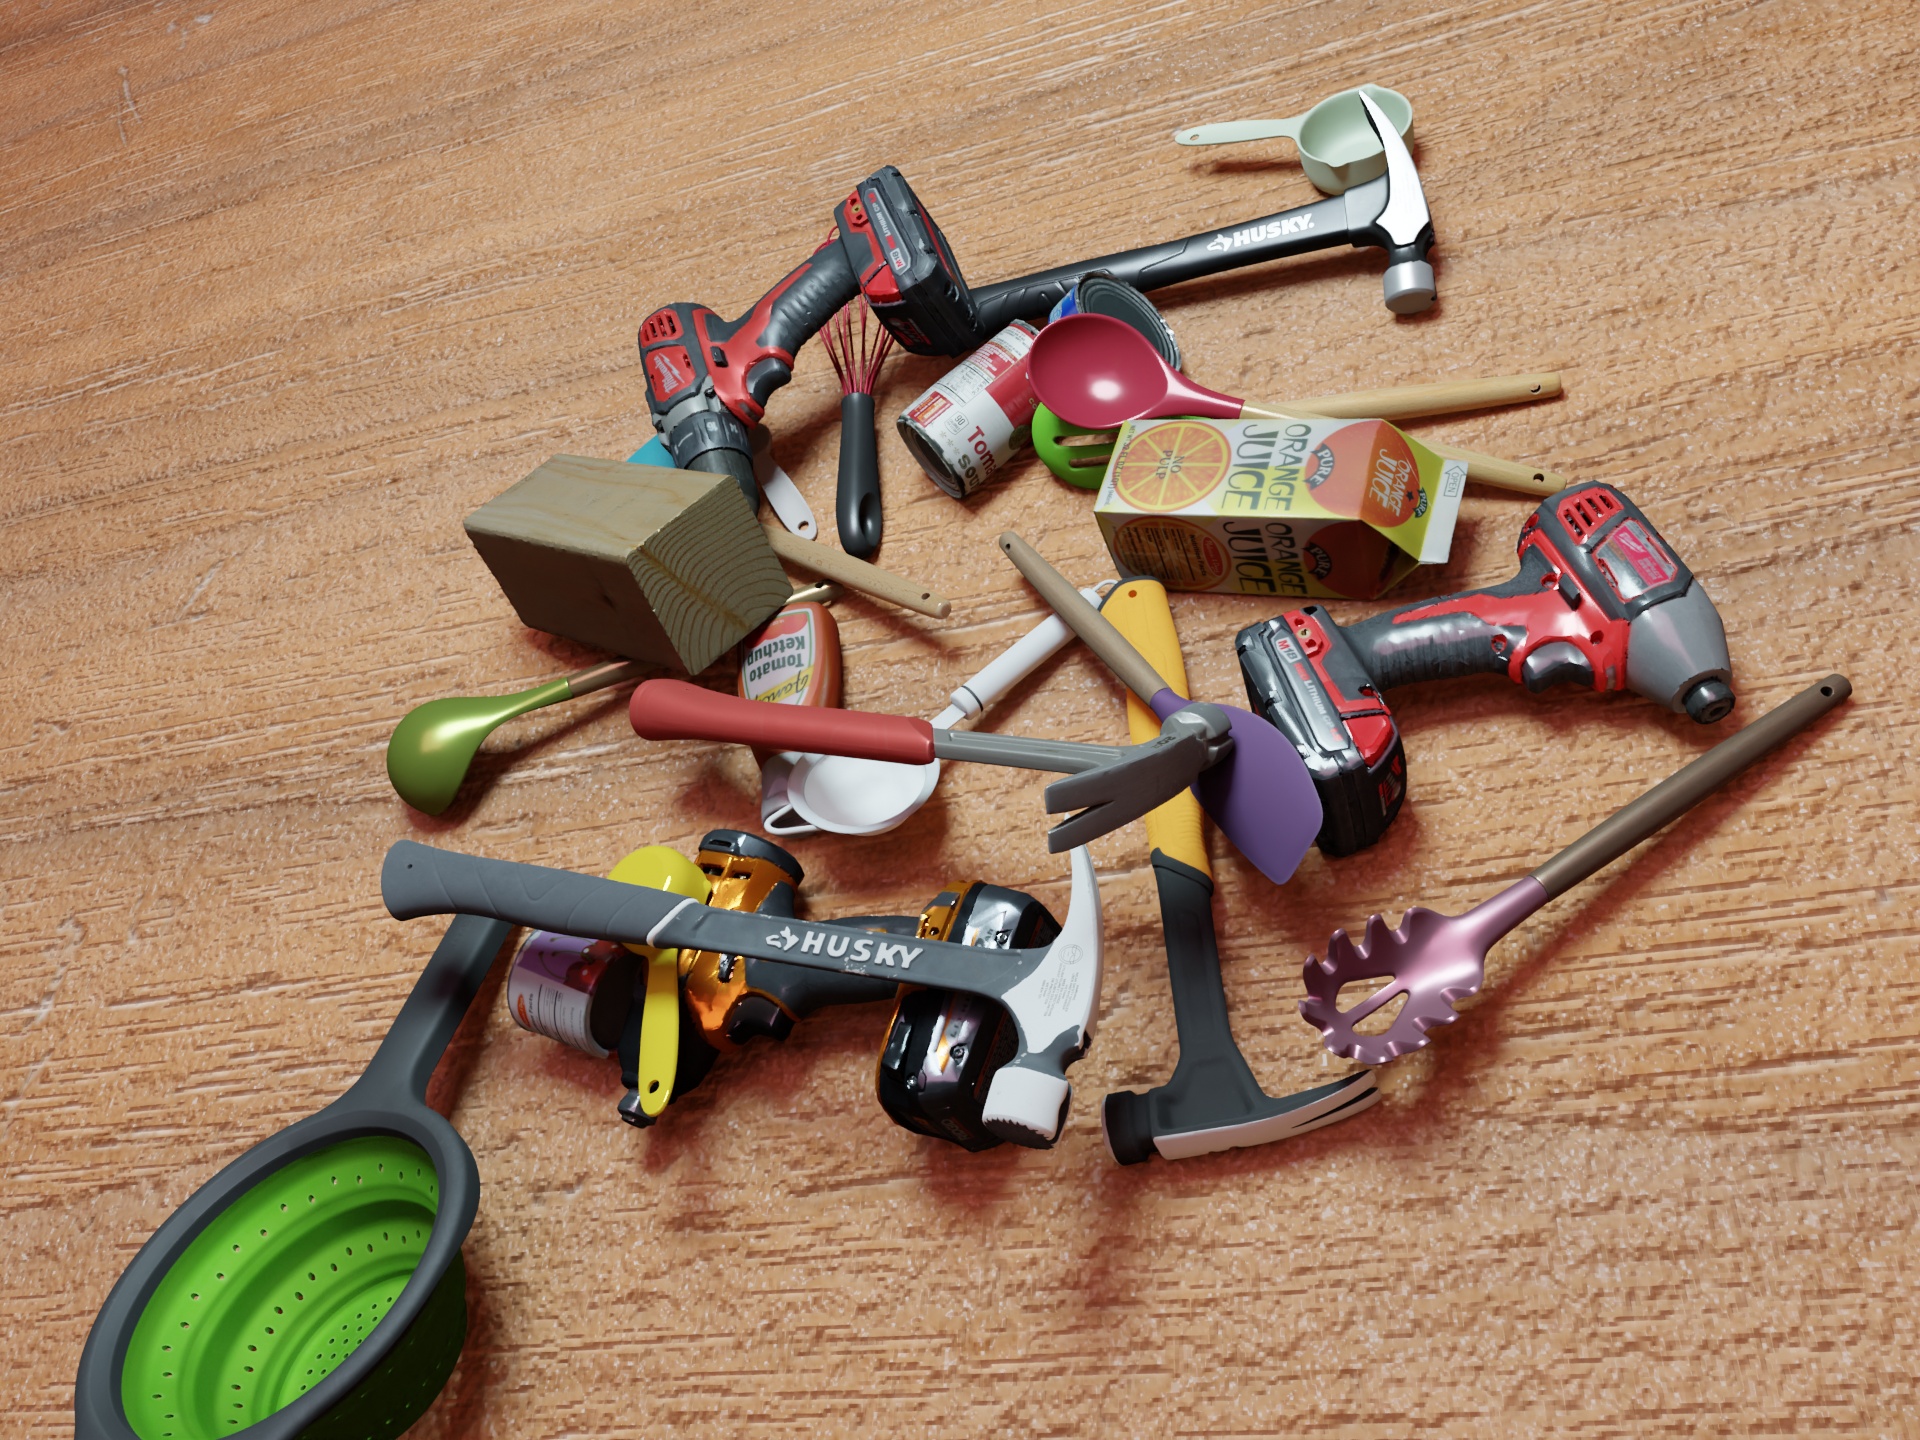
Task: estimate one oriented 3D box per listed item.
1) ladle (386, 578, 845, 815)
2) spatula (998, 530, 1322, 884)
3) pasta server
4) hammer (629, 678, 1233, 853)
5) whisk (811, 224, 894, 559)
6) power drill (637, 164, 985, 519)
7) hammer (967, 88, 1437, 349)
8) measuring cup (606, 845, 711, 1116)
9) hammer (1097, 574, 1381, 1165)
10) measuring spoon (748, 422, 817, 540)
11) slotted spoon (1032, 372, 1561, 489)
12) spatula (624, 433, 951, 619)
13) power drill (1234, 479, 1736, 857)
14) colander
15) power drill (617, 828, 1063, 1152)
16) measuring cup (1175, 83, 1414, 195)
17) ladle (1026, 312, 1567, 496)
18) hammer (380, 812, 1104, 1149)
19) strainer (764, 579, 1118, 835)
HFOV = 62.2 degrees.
[{"bbox_3d":[-0.222,-0.023,1.031,0.320,0.062,0.078,-21,48,0],"label":"ladle"},{"bbox_3d":[0.095,-0.027,0.850,0.316,0.018,0.059,51,124,47],"label":"spatula"},{"bbox_3d":[0.285,0.060,0.722,0.316,0.040,0.060,-31,67,-10],"label":"pasta server"},{"bbox_3d":[-0.050,0.011,0.822,0.359,0.036,0.149,6,18,38],"label":"hammer"},{"bbox_3d":[-0.070,-0.233,1.098,0.073,0.073,0.296,-12,58,16],"label":"whisk"},{"bbox_3d":[-0.102,-0.233,1.036,0.226,0.080,0.188,-28,59,14],"label":"power drill"},{"bbox_3d":[0.139,-0.309,1.056,0.335,0.035,0.146,-8,75,23],"label":"hammer"},{"bbox_3d":[-0.159,0.127,0.808,0.062,0.029,0.157,-25,43,15],"label":"measuring cup"},{"bbox_3d":[0.119,0.056,0.821,0.127,0.034,0.337,-15,52,14],"label":"hammer"},{"bbox_3d":[-0.126,-0.161,1.101,0.034,0.018,0.124,-33,57,-1],"label":"measuring spoon"},{"bbox_3d":[0.194,-0.184,0.955,0.314,0.070,0.031,-4,21,15],"label":"slotted spoon"},{"bbox_3d":[-0.120,-0.121,1.035,0.318,0.044,0.082,25,66,42],"label":"spatula"},{"bbox_3d":[0.262,-0.024,0.793,0.219,0.078,0.143,-23,51,3],"label":"power drill"},{"bbox_3d":[-0.299,0.245,0.847,0.204,0.094,0.397,-11,35,21],"label":"colander"},{"bbox_3d":[-0.072,0.147,0.813,0.226,0.084,0.164,6,59,32],"label":"power drill"},{"bbox_3d":[0.229,-0.393,1.094,0.168,0.038,0.083,9,61,31],"label":"measuring cup"},{"bbox_3d":[0.188,-0.174,0.919,0.315,0.031,0.069,18,89,17],"label":"ladle"},{"bbox_3d":[-0.122,0.097,0.779,0.409,0.036,0.149,6,59,25],"label":"hammer"},{"bbox_3d":[-0.001,-0.003,0.908,0.258,0.050,0.087,-39,48,-16],"label":"strainer"}]
